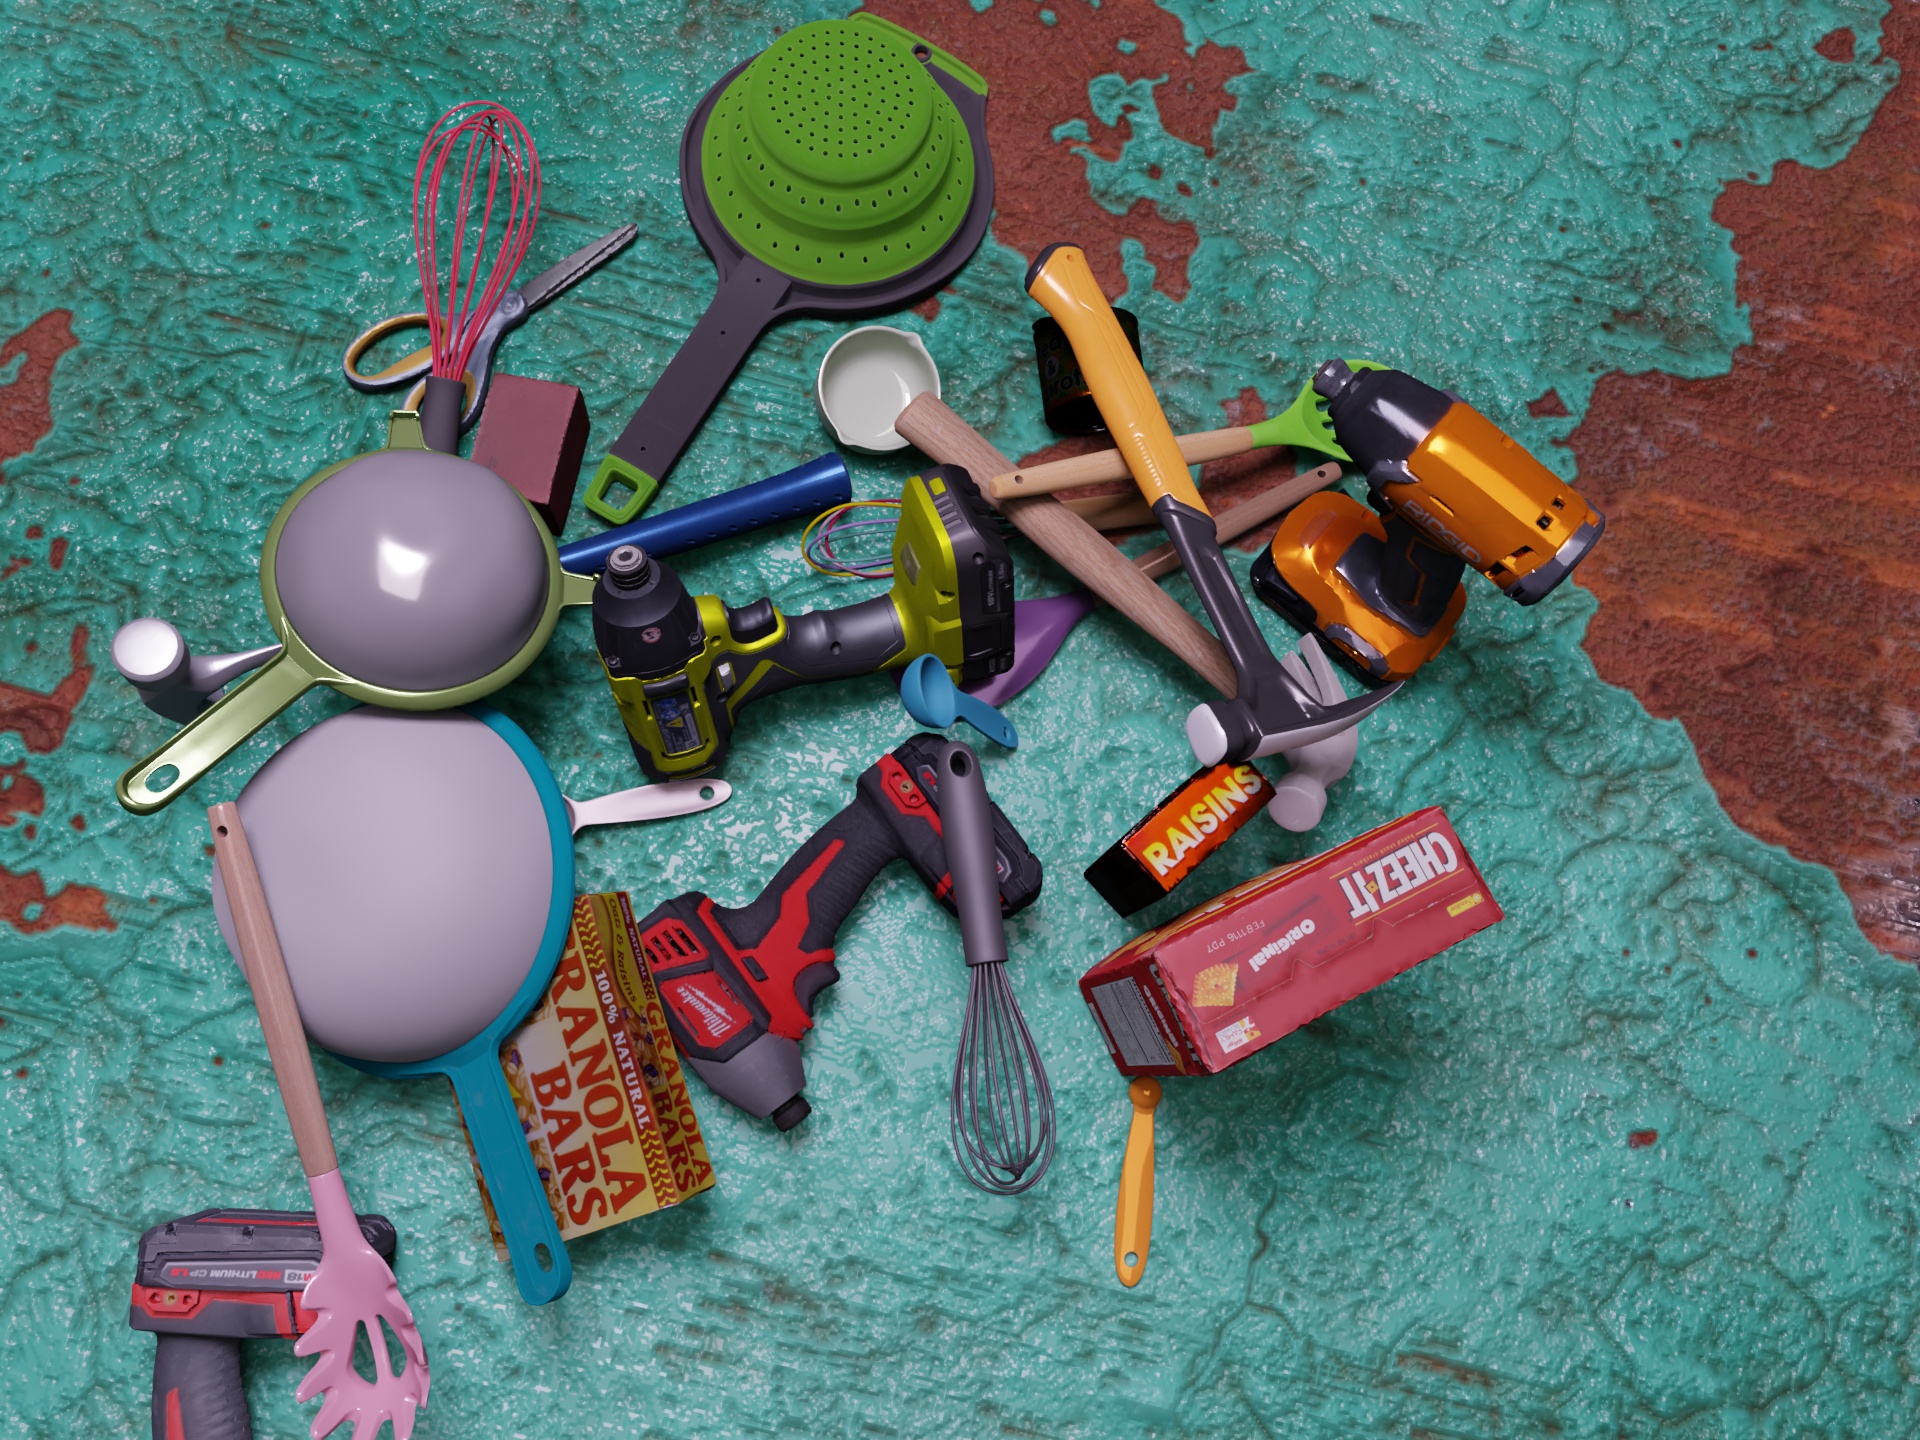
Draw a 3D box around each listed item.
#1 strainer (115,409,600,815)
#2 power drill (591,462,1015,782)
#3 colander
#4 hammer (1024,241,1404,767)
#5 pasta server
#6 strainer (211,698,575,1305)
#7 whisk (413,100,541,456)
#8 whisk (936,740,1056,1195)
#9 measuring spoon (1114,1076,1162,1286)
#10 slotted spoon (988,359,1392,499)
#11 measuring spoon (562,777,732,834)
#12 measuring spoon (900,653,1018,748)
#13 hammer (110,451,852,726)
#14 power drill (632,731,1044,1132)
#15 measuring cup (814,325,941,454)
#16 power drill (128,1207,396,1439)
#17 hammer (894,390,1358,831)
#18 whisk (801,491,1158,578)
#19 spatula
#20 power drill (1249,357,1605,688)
[{"bbox_3d":[-0.308,-0.051,0.784,0.151,0.069,0.256,42,60,0],"label":"strainer"},{"bbox_3d":[-0.087,-0.057,0.879,0.223,0.171,0.080,-18,56,-10],"label":"power drill"},{"bbox_3d":[-0.116,-0.297,0.975,0.204,0.094,0.397,30,76,2],"label":"colander"},{"bbox_3d":[0.124,-0.135,0.899,0.127,0.034,0.337,-13,68,-26],"label":"hammer"},{"bbox_3d":[-0.316,0.193,0.764,0.060,0.040,0.316,-15,91,-5],"label":"pasta server"},{"bbox_3d":[-0.286,0.137,0.806,0.211,0.095,0.341,-31,72,15],"label":"strainer"},{"bbox_3d":[-0.300,-0.220,0.940,0.073,0.073,0.296,9,91,-3],"label":"whisk"},{"bbox_3d":[0.011,0.127,0.837,0.055,0.055,0.239,-6,76,-7],"label":"whisk"},{"bbox_3d":[0.102,0.261,0.905,0.021,0.011,0.117,8,76,-3],"label":"measuring spoon"},{"bbox_3d":[0.152,-0.168,0.963,0.313,0.031,0.070,-16,78,-27],"label":"slotted spoon"},{"bbox_3d":[-0.195,0.052,0.929,0.124,0.018,0.034,-9,77,-14],"label":"measuring spoon"},{"bbox_3d":[-0.001,-0.003,0.912,0.021,0.128,0.042,-14,69,23],"label":"measuring spoon"},{"bbox_3d":[-0.255,-0.079,0.912,0.405,0.144,0.035,-20,81,-19],"label":"hammer"},{"bbox_3d":[-0.067,0.119,0.893,0.219,0.078,0.143,-36,82,-9],"label":"power drill"},{"bbox_3d":[-0.017,-0.177,0.992,0.167,0.038,0.083,35,81,-14],"label":"measuring cup"},{"bbox_3d":[-0.339,0.371,0.807,0.188,0.080,0.227,4,79,-4],"label":"power drill"},{"bbox_3d":[0.098,-0.079,0.932,0.331,0.031,0.130,40,42,0],"label":"hammer"},{"bbox_3d":[0.024,-0.121,0.970,0.245,0.051,0.047,-9,104,-12],"label":"whisk"},{"bbox_3d":[0.103,-0.086,0.985,0.316,0.018,0.060,-28,76,-10],"label":"spatula"},{"bbox_3d":[0.241,-0.111,0.896,0.164,0.226,0.084,41,76,5],"label":"power drill"}]
